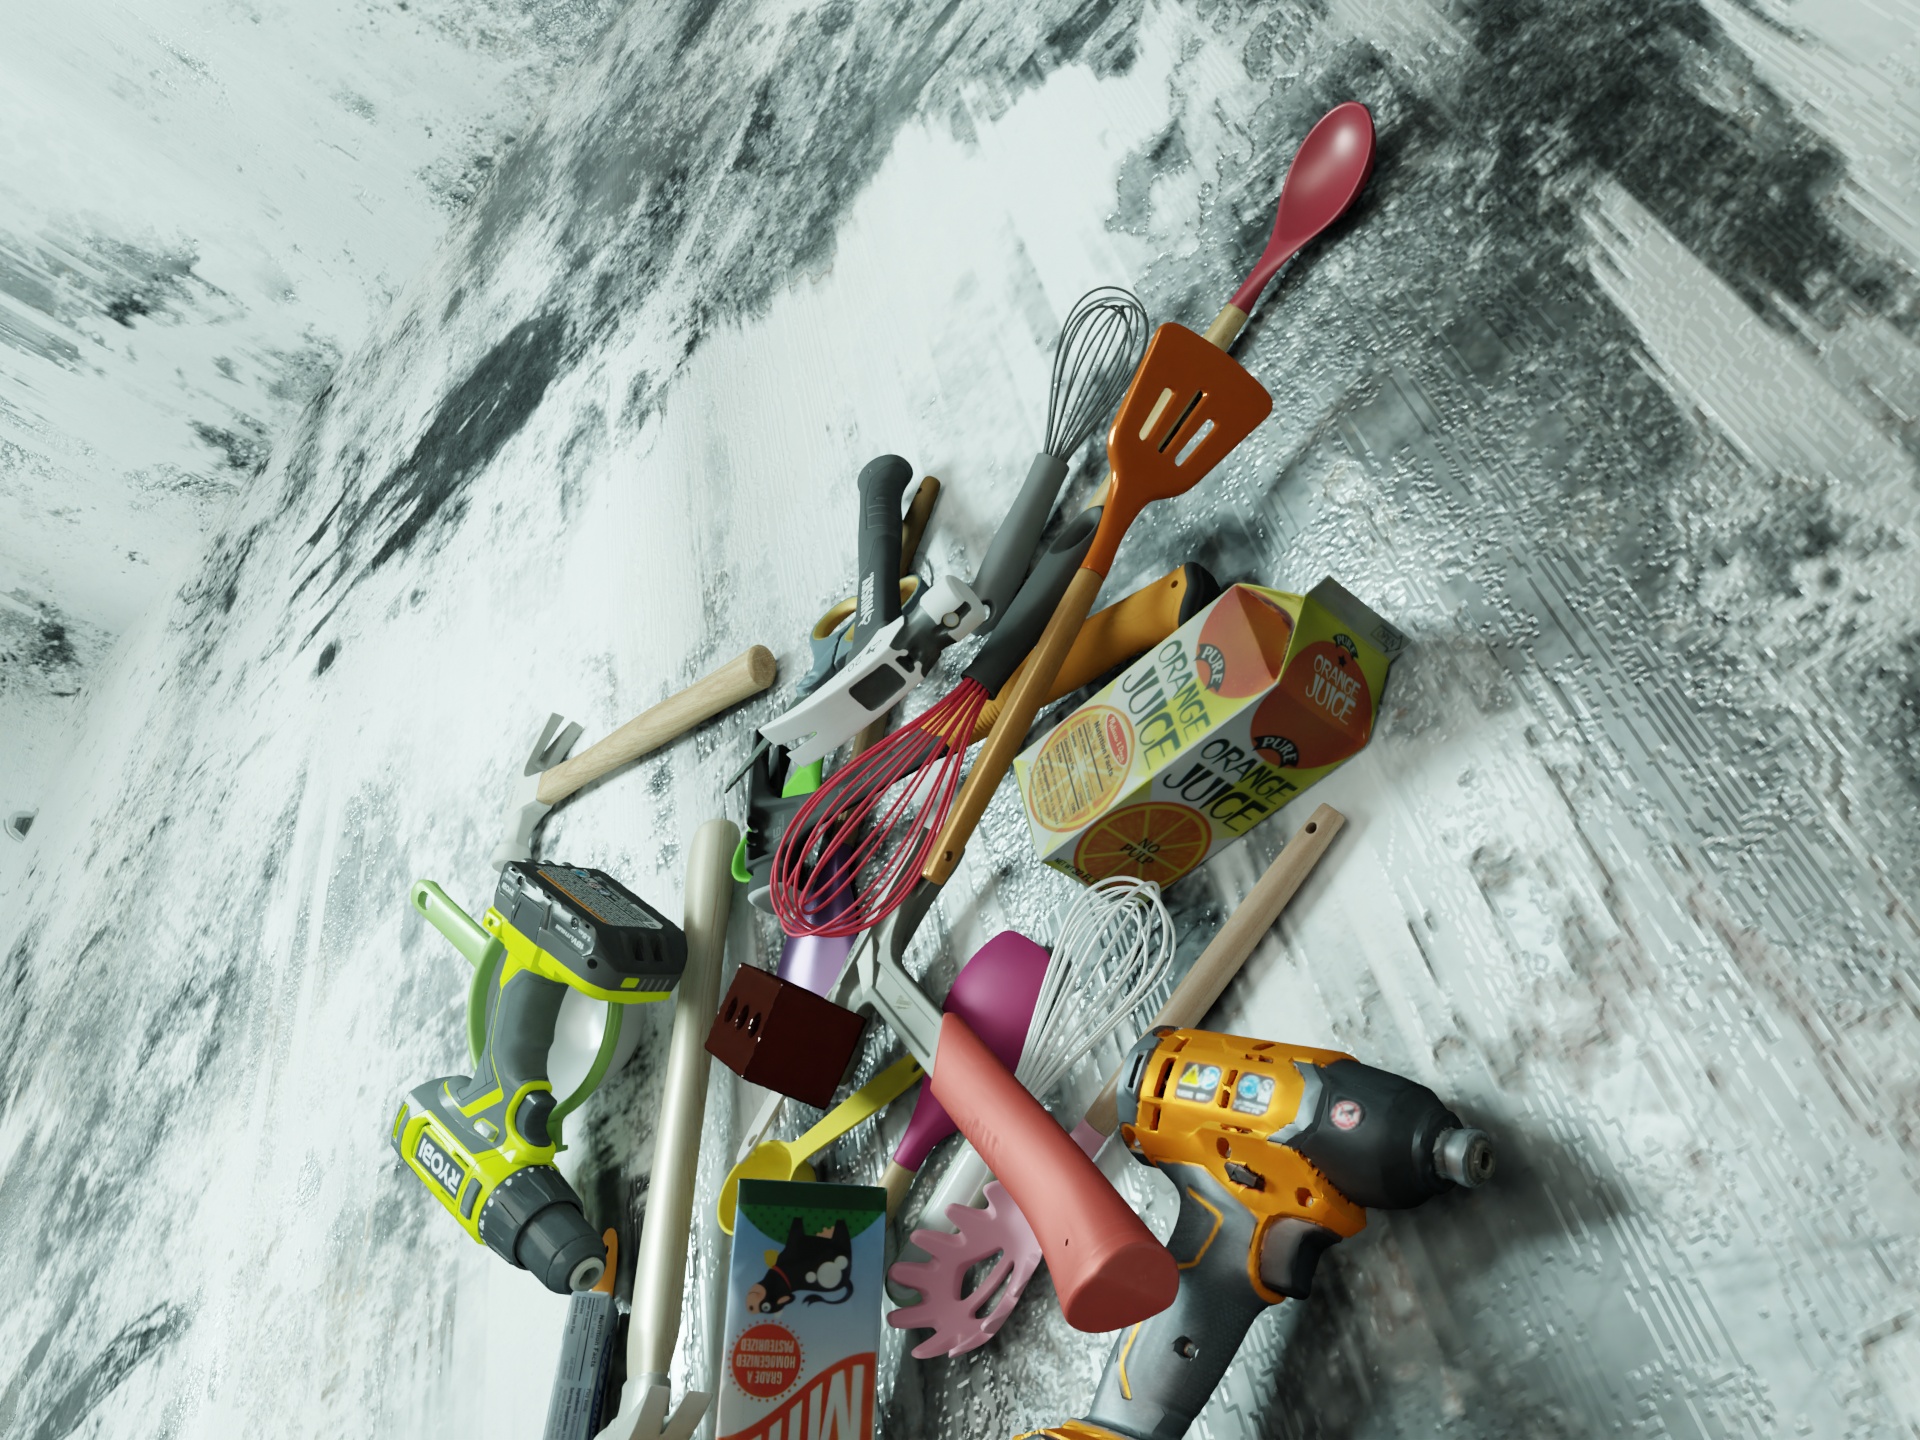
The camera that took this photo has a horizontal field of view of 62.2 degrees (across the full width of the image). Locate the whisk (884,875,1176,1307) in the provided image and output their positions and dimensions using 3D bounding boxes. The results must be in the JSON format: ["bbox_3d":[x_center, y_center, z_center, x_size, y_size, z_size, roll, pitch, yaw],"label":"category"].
[{"bbox_3d":[0.030,0.182,0.775,0.058,0.059,0.246,33,96,27],"label":"whisk"}]

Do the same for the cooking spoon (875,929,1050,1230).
[{"bbox_3d":[-0.041,0.253,0.826,0.069,0.017,0.319,27,87,45],"label":"cooking spoon"}]

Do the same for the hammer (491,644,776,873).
[{"bbox_3d":[-0.262,0.015,1.259,0.331,0.031,0.130,-26,47,36],"label":"hammer"}]

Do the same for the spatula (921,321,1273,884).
[{"bbox_3d":[0.062,-0.058,0.839,0.323,0.081,0.041,-62,19,-13],"label":"spatula"}]

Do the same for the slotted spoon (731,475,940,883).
[{"bbox_3d":[-0.075,-0.030,1.072,0.070,0.031,0.314,1,64,50],"label":"slotted spoon"}]

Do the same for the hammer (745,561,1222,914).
[{"bbox_3d":[0.003,-0.005,0.928,0.337,0.034,0.127,-29,46,27],"label":"hammer"}]

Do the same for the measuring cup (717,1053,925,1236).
[{"bbox_3d":[-0.067,0.234,0.876,0.156,0.029,0.062,-39,30,7],"label":"measuring cup"}]

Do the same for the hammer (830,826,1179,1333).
[{"bbox_3d":[0.010,0.160,0.734,0.149,0.036,0.359,-62,22,0],"label":"hammer"}]

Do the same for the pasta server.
[{"bbox_3d":[0.076,0.166,0.738,0.316,0.040,0.060,-54,48,4],"label":"pasta server"}]

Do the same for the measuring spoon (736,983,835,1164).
[{"bbox_3d":[-0.089,0.201,0.910,0.124,0.018,0.034,-58,18,-17],"label":"measuring spoon"}]

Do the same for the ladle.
[{"bbox_3d":[0.150,-0.222,0.945,0.315,0.031,0.069,-56,33,7],"label":"ladle"}]

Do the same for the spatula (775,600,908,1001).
[{"bbox_3d":[-0.067,0.056,1.007,0.060,0.018,0.316,-6,60,35],"label":"spatula"}]

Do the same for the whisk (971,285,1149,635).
[{"bbox_3d":[0.055,-0.163,0.999,0.055,0.055,0.239,18,82,54],"label":"whisk"}]

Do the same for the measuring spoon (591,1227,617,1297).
[{"bbox_3d":[-0.225,0.368,0.970,0.021,0.011,0.117,-27,46,36],"label":"measuring spoon"}]

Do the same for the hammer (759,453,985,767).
[{"bbox_3d":[-0.055,-0.092,0.996,0.146,0.035,0.335,-41,23,18],"label":"hammer"}]

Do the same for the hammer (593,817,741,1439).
[{"bbox_3d":[-0.162,0.226,0.947,0.146,0.038,0.411,122,156,-45],"label":"hammer"}]

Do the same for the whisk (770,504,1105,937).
[{"bbox_3d":[-0.001,-0.003,0.858,0.296,0.073,0.073,-53,34,-14],"label":"whisk"}]

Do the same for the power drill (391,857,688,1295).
[{"bbox_3d":[-0.256,0.219,0.985,0.191,0.080,0.228,27,98,38],"label":"power drill"}]

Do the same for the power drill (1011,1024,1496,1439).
[{"bbox_3d":[0.110,0.233,0.612,0.164,0.084,0.227,-4,58,49],"label":"power drill"}]

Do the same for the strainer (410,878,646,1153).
[{"bbox_3d":[-0.300,0.178,1.119,0.257,0.069,0.151,29,97,39],"label":"strainer"}]
